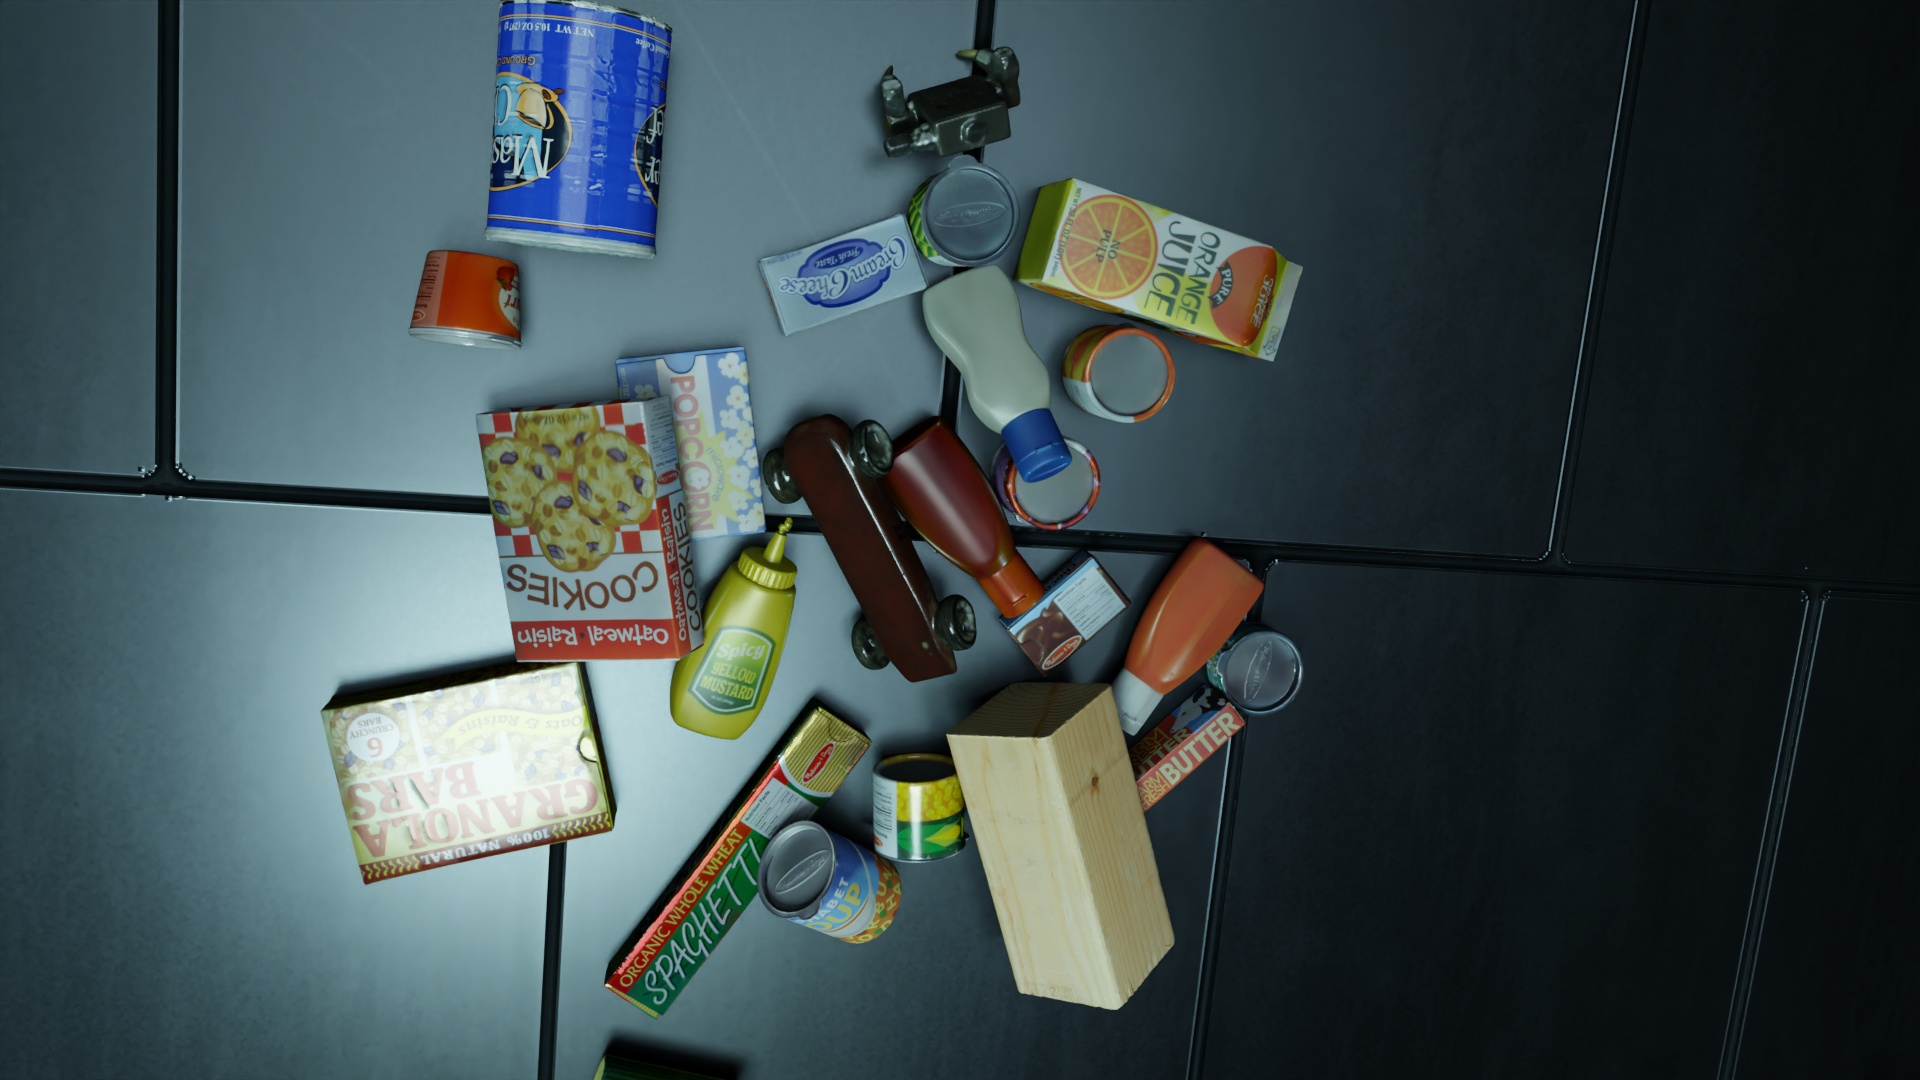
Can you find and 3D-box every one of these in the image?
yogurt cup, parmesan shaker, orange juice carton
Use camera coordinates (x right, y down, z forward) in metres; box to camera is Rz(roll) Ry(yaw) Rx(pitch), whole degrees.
[{"bbox_3d":[-0.309,-0.151,0.873,0.072,0.072,0.054,5,91,-13],"label":"yogurt cup"},{"bbox_3d":[-0.213,0.413,0.989,0.103,0.071,0.071,17,96,-14],"label":"parmesan shaker"},{"bbox_3d":[0.143,-0.184,0.959,0.193,0.073,0.071,15,96,-15],"label":"orange juice carton"}]

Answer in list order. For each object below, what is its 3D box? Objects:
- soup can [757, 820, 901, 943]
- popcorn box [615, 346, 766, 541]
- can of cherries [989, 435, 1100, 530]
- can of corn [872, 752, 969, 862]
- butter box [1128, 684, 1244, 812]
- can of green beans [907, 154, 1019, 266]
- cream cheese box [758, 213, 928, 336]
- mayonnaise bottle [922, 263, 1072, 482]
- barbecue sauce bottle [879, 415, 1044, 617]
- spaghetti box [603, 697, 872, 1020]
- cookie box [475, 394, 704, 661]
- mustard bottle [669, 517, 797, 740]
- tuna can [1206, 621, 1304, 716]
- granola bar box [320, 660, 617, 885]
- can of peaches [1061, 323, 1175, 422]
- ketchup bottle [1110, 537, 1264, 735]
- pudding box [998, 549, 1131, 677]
[{"bbox_3d":[-0.089,0.241,0.967,0.071,0.071,0.083,-50,137,0],"label":"soup can"},{"bbox_3d":[-0.179,-0.063,0.928,0.085,0.038,0.126,-7,101,-10],"label":"popcorn box"},{"bbox_3d":[0.059,-0.041,0.973,0.071,0.058,0.071,-2,100,-12],"label":"can of cherries"},{"bbox_3d":[-0.027,0.189,0.990,0.071,0.071,0.058,-3,100,-12],"label":"can of corn"},{"bbox_3d":[0.158,0.154,1.031,0.103,0.053,0.024,-40,104,-3],"label":"butter box"},{"bbox_3d":[0.001,-0.217,0.930,0.071,0.058,0.071,-2,100,-12],"label":"can of green beans"},{"bbox_3d":[-0.079,-0.180,0.937,0.104,0.024,0.053,-20,104,-8],"label":"cream cheese box"},{"bbox_3d":[0.028,-0.111,0.931,0.065,0.041,0.148,-22,75,-7],"label":"mayonnaise bottle"},{"bbox_3d":[0.003,-0.012,0.973,0.065,0.044,0.148,-34,106,9],"label":"barbecue sauce bottle"},{"bbox_3d":[-0.159,0.225,0.987,0.050,0.029,0.250,38,90,-16],"label":"spaghetti box"},{"bbox_3d":[-0.238,-0.006,0.899,0.123,0.040,0.167,-2,102,18],"label":"cookie box"},{"bbox_3d":[-0.147,0.056,0.939,0.065,0.049,0.159,17,106,-21],"label":"mustard bottle"},{"bbox_3d":[0.219,0.095,1.044,0.071,0.033,0.071,-2,100,-12],"label":"tuna can"},{"bbox_3d":[-0.326,0.151,0.932,0.166,0.039,0.124,-11,102,-10],"label":"granola bar box"},{"bbox_3d":[0.111,-0.119,0.971,0.071,0.058,0.071,-2,101,-11],"label":"can of peaches"},{"bbox_3d":[0.156,0.073,1.021,0.064,0.043,0.149,35,91,-15],"label":"ketchup bottle"},{"bbox_3d":[0.075,0.052,1.007,0.084,0.030,0.049,-41,106,-3],"label":"pudding box"}]
